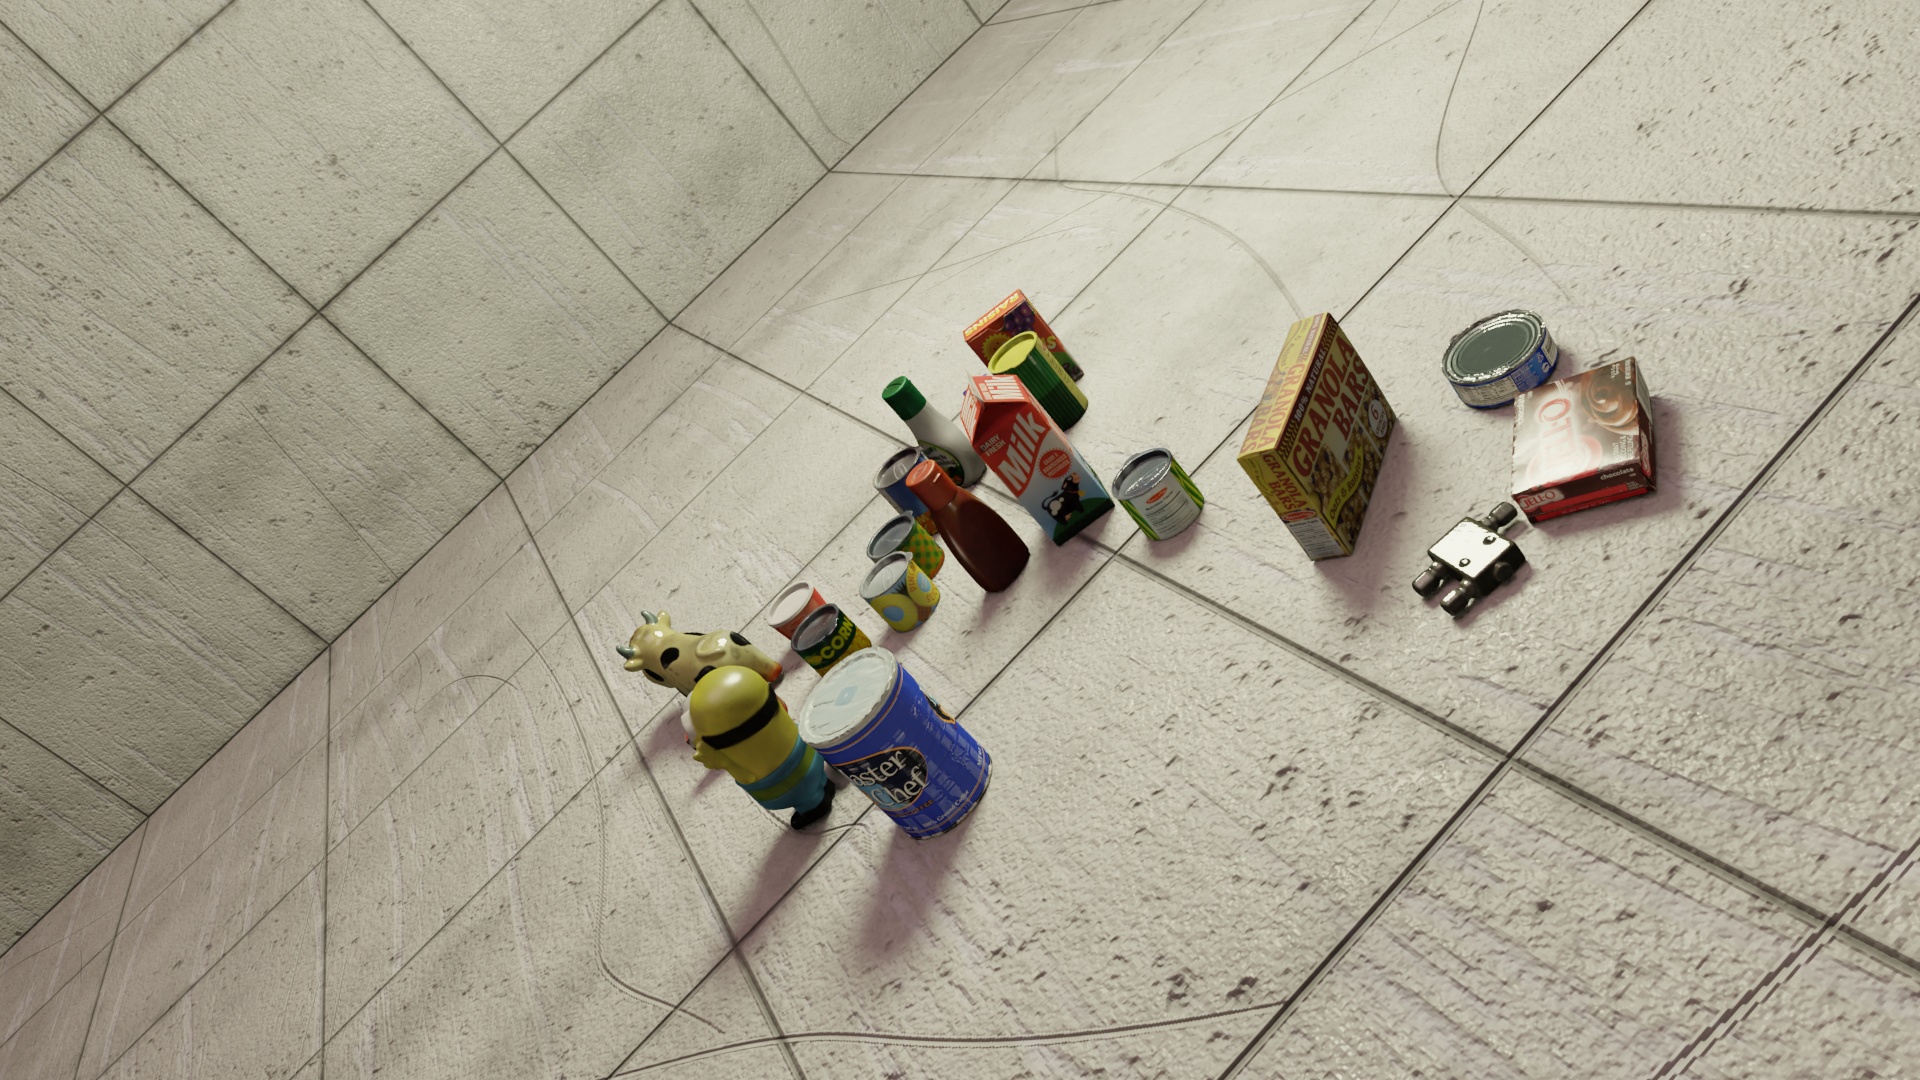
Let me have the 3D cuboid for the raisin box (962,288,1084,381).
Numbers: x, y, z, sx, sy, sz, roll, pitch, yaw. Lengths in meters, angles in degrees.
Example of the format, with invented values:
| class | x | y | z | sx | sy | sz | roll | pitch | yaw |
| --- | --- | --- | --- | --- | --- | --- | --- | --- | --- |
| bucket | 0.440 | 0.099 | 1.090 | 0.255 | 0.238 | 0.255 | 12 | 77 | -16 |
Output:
| class | x | y | z | sx | sy | sz | roll | pitch | yaw |
| --- | --- | --- | --- | --- | --- | --- | --- | --- | --- |
| raisin box | 0.073 | -0.218 | 1.617 | 0.086 | 0.123 | 0.040 | -36 | 27 | 13 |

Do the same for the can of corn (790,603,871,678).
| class | x | y | z | sx | sy | sz | roll | pitch | yaw |
| --- | --- | --- | --- | --- | --- | --- | --- | --- | --- |
| can of corn | -0.136 | 0.110 | 1.478 | 0.071 | 0.058 | 0.071 | -32 | 29 | 20 |

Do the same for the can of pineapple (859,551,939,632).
| class | x | y | z | sx | sy | sz | roll | pitch | yaw |
| --- | --- | --- | --- | --- | --- | --- | --- | --- | --- |
| can of pineapple | -0.062 | 0.054 | 1.466 | 0.071 | 0.057 | 0.071 | -32 | 29 | 20 |

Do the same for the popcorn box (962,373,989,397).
| class | x | y | z | sx | sy | sz | roll | pitch | yaw |
| --- | --- | --- | --- | --- | --- | --- | --- | --- | --- |
| popcorn box | 0.054 | -0.129 | 1.552 | 0.038 | 0.085 | 0.127 | -40 | 27 | 5 |

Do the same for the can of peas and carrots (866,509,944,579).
| class | x | y | z | sx | sy | sz | roll | pitch | yaw |
| --- | --- | --- | --- | --- | --- | --- | --- | --- | --- |
| can of peas and carrots | -0.059 | 0.012 | 1.521 | 0.071 | 0.058 | 0.071 | -32 | 29 | 20 |

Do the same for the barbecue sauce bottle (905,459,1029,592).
| class | x | y | z | sx | sy | sz | roll | pitch | yaw |
| --- | --- | --- | --- | --- | --- | --- | --- | --- | --- |
| barbecue sauce bottle | 0.005 | -0.017 | 1.382 | 0.043 | 0.148 | 0.065 | -1 | 48 | 53 |

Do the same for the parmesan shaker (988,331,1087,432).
| class | x | y | z | sx | sy | sz | roll | pitch | yaw |
| --- | --- | --- | --- | --- | --- | --- | --- | --- | --- |
| parmesan shaker | 0.088 | -0.173 | 1.552 | 0.071 | 0.103 | 0.072 | -32 | 28 | 20 |

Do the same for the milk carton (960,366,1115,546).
| class | x | y | z | sx | sy | sz | roll | pitch | yaw |
| --- | --- | --- | --- | --- | --- | --- | --- | --- | --- |
| milk carton | 0.064 | -0.091 | 1.367 | 0.073 | 0.190 | 0.072 | -37 | 27 | 10 |

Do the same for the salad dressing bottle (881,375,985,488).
| class | x | y | z | sx | sy | sz | roll | pitch | yaw |
| --- | --- | --- | --- | --- | --- | --- | --- | --- | --- |
| salad dressing bottle | -0.031 | -0.124 | 1.589 | 0.064 | 0.147 | 0.044 | 1 | 49 | 54 |

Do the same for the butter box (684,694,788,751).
| class | x | y | z | sx | sy | sz | roll | pitch | yaw |
| --- | --- | --- | --- | --- | --- | --- | --- | --- | --- |
| butter box | -0.241 | 0.195 | 1.497 | 0.103 | 0.053 | 0.024 | -39 | 27 | 5 |

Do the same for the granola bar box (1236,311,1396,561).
| class | x | y | z | sx | sy | sz | roll | pitch | yaw |
| --- | --- | --- | --- | --- | --- | --- | --- | --- | --- |
| granola bar box | 0.294 | -0.086 | 1.130 | 0.039 | 0.124 | 0.166 | -13 | 39 | 44 |

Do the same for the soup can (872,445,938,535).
| class | x | y | z | sx | sy | sz | roll | pitch | yaw |
| --- | --- | --- | --- | --- | --- | --- | --- | --- | --- |
| soup can | -0.046 | -0.056 | 1.578 | 0.071 | 0.083 | 0.072 | -32 | 29 | 20 |

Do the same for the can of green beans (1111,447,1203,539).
| class | x | y | z | sx | sy | sz | roll | pitch | yaw |
| --- | --- | --- | --- | --- | --- | --- | --- | --- | --- |
| can of green beans | 0.183 | -0.043 | 1.286 | 0.071 | 0.057 | 0.071 | -32 | 29 | 20 |

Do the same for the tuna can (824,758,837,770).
| class | x | y | z | sx | sy | sz | roll | pitch | yaw |
| --- | --- | --- | --- | --- | --- | --- | --- | --- | --- |
| tuna can | -0.112 | 0.191 | 1.355 | 0.071 | 0.032 | 0.071 | -31 | 29 | 20 |

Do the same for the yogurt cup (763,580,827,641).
| class | x | y | z | sx | sy | sz | roll | pitch | yaw |
| --- | --- | --- | --- | --- | --- | --- | --- | --- | --- |
| yogurt cup | -0.178 | 0.087 | 1.573 | 0.072 | 0.054 | 0.073 | -32 | 29 | 20 |
